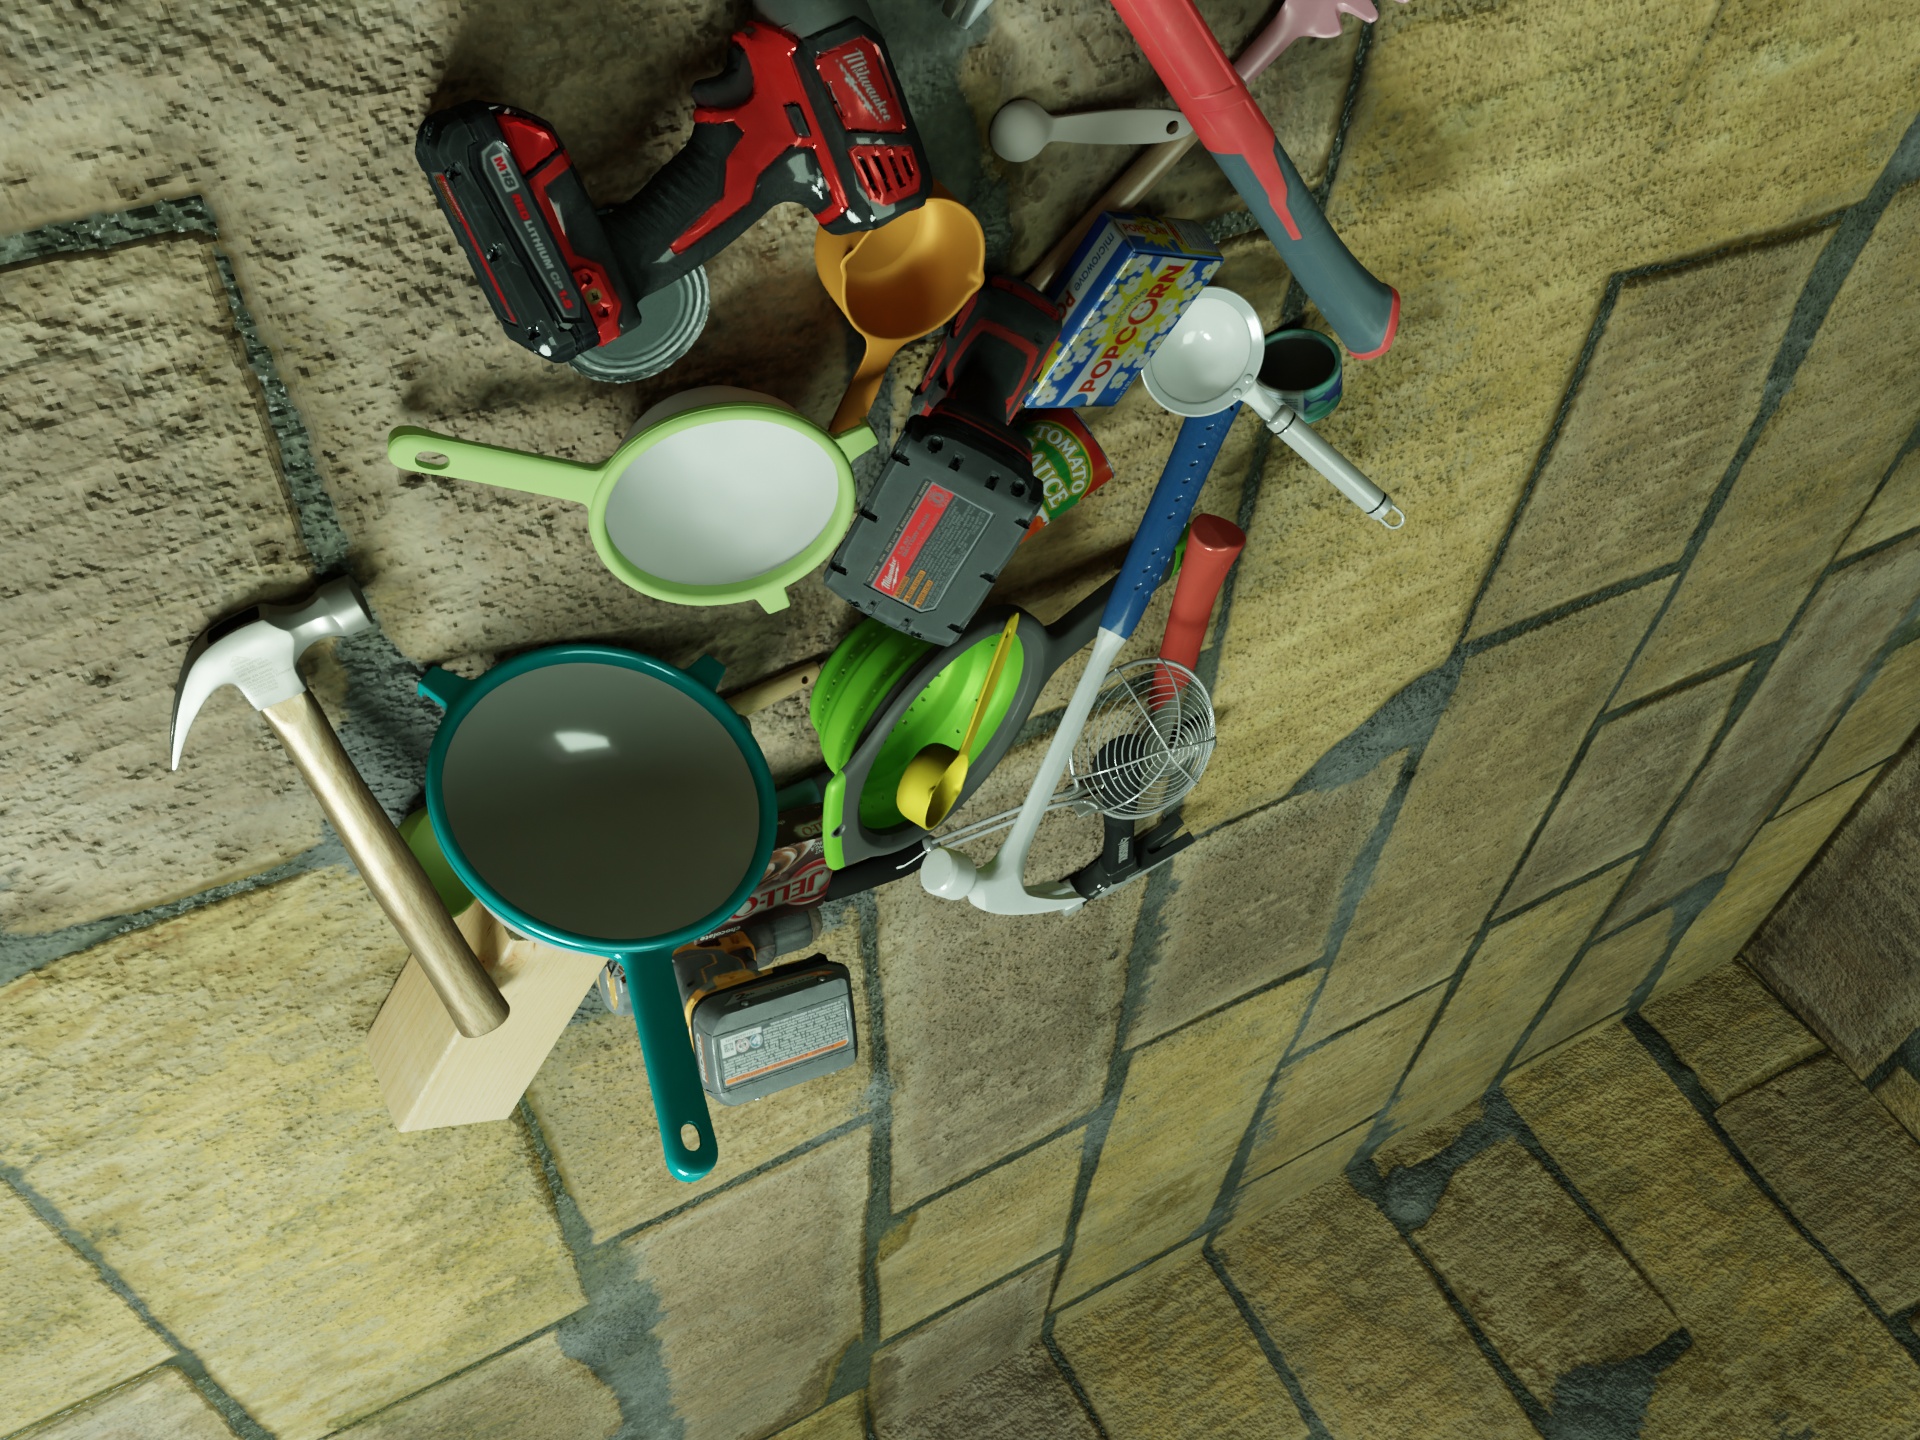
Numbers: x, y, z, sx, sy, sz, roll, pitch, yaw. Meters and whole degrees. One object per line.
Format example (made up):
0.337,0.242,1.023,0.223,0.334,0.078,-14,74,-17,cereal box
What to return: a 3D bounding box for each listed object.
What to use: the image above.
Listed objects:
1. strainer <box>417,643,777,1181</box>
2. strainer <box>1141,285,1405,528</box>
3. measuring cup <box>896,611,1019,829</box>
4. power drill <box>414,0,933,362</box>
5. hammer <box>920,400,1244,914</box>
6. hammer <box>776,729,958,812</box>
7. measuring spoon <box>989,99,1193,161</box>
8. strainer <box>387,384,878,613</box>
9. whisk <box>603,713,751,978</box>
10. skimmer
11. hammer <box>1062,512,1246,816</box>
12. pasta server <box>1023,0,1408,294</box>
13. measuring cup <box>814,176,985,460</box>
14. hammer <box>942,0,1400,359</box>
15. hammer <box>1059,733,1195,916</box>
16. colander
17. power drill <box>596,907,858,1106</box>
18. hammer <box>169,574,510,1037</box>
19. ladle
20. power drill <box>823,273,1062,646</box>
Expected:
-0.208,0.118,0.958,0.211,0.341,0.095,-4,152,-30,strainer
0.210,-0.209,1.078,0.258,0.050,0.087,36,104,-18,strainer
-0.002,-0.003,1.055,0.156,0.029,0.062,-68,163,6,measuring cup
-0.128,-0.268,0.736,0.219,0.079,0.143,-30,118,-15,power drill
0.106,-0.050,1.121,0.144,0.035,0.405,23,92,-45,hammer
-0.099,0.049,1.218,0.331,0.033,0.128,-23,144,-18,hammer
0.077,-0.329,0.891,0.124,0.018,0.034,-8,136,-16,measuring spoon
-0.185,-0.145,0.883,0.256,0.069,0.151,7,137,-29,strainer
-0.202,0.091,1.113,0.055,0.055,0.239,5,125,-44,whisk
0.032,0.062,1.270,0.363,0.090,0.127,-23,122,27,skimmer
0.168,-0.041,1.299,0.149,0.037,0.358,-25,153,-16,hammer
0.145,-0.352,0.927,0.316,0.040,0.060,-43,134,15,pasta server
-0.053,-0.229,0.896,0.095,0.052,0.173,-4,138,-38,measuring cup
0.148,-0.320,0.907,0.143,0.038,0.385,-42,135,10,hammer
0.147,0.086,1.418,0.146,0.035,0.334,-28,158,-7,hammer
0.018,-0.056,1.157,0.397,0.095,0.204,-38,153,-29,colander
-0.156,0.196,1.201,0.185,0.226,0.084,-14,107,-29,power drill
-0.352,0.074,0.948,0.130,0.031,0.331,-24,128,-11,hammer
-0.231,0.037,1.069,0.320,0.062,0.078,-27,125,-18,ladle
-0.013,-0.138,0.915,0.080,0.227,0.187,26,125,-11,power drill
